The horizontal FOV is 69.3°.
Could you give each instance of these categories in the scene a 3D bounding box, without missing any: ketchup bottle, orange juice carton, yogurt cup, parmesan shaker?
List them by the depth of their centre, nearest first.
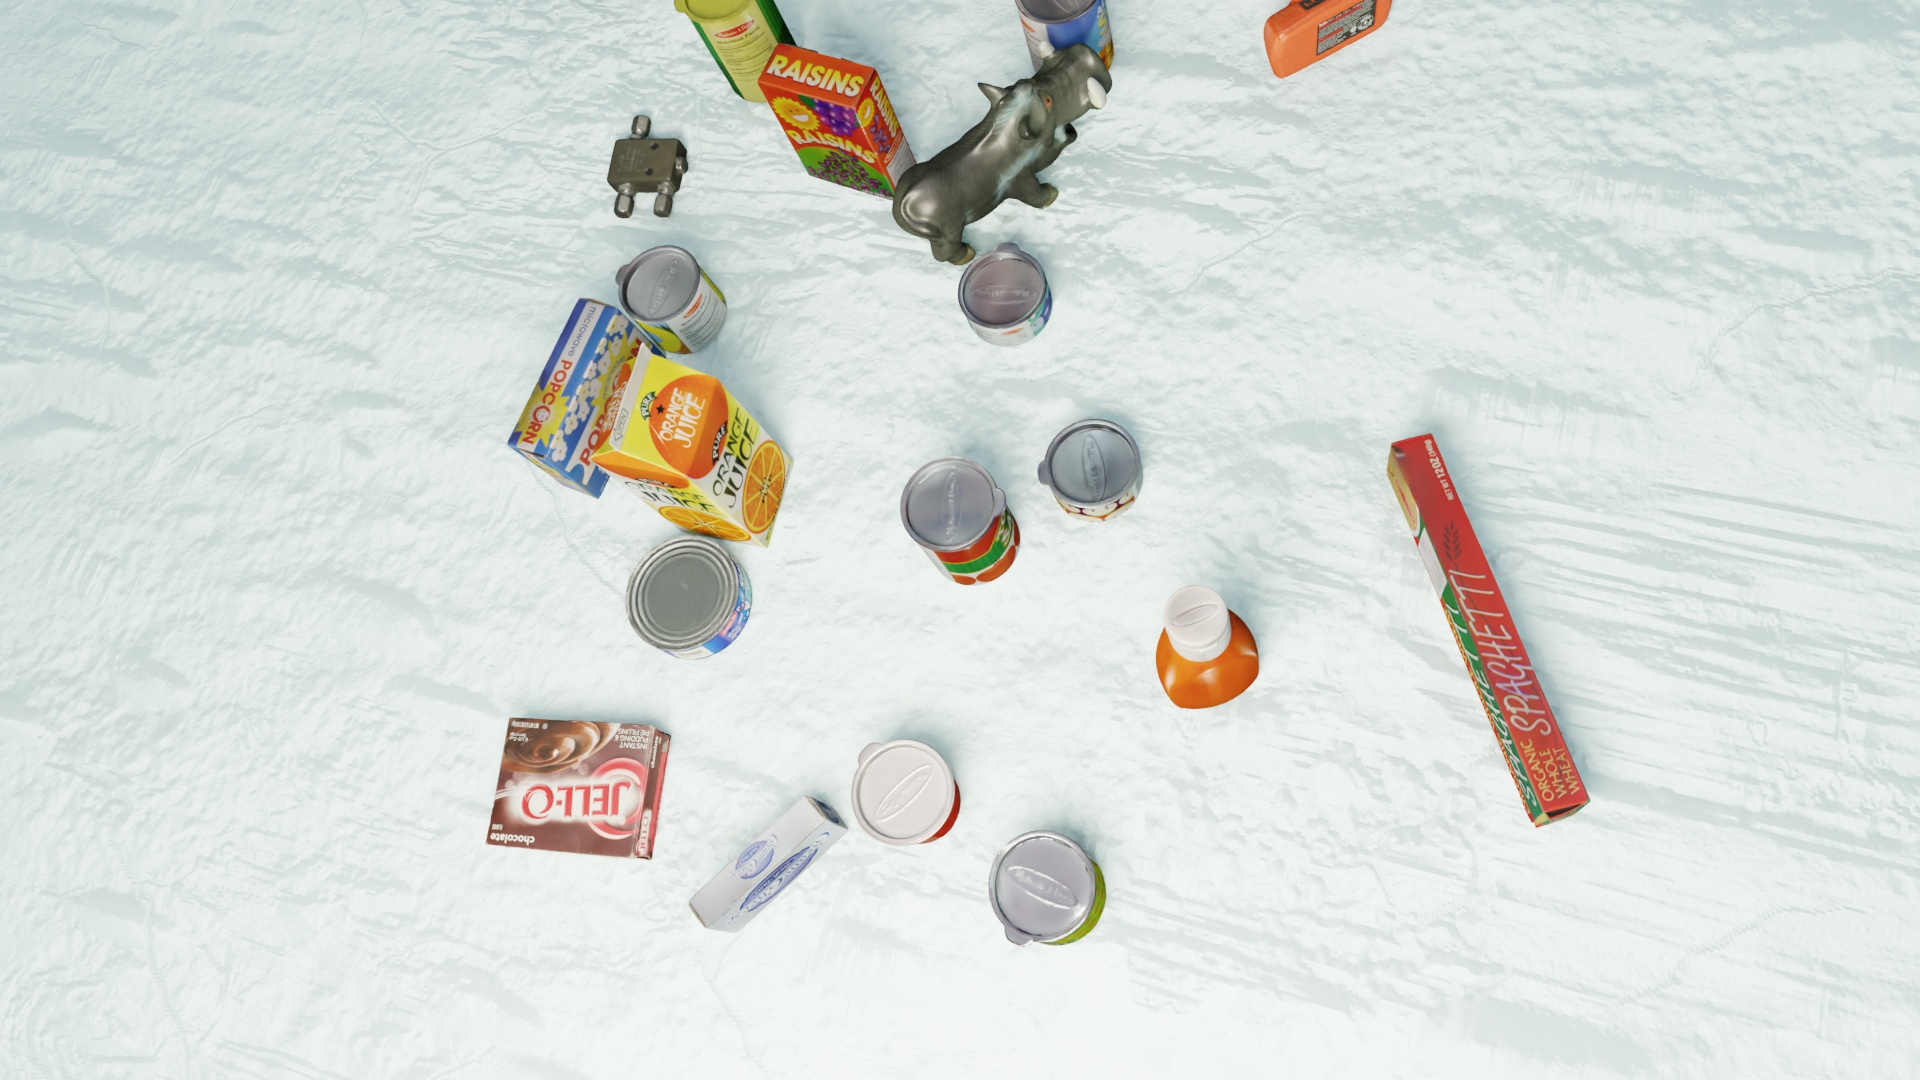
[{"bbox_3d":[0.148,0.065,0.846,0.065,0.148,0.043,-22,68,5],"label":"ketchup bottle"},{"bbox_3d":[-0.032,0.167,0.904,0.072,0.054,0.072,-4,70,12],"label":"yogurt cup"},{"bbox_3d":[-0.186,-0.062,0.945,0.073,0.192,0.072,10,74,16],"label":"orange juice carton"},{"bbox_3d":[-0.176,-0.408,1.113,0.071,0.103,0.071,-4,71,12],"label":"parmesan shaker"}]

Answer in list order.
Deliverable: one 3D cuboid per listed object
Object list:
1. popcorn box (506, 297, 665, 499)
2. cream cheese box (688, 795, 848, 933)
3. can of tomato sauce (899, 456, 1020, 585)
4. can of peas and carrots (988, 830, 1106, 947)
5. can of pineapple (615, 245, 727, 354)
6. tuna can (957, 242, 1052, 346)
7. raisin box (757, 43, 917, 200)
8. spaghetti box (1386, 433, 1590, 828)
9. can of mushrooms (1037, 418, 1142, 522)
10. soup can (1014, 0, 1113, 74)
[{"bbox_3d":[-0.277,-0.106,1.040,0.038,0.085,0.127,17,76,18],"label":"popcorn box"},{"bbox_3d":[-0.124,0.212,0.909,0.104,0.053,0.024,-42,68,-3],"label":"cream cheese box"},{"bbox_3d":[0.003,-0.012,0.943,0.071,0.083,0.071,-4,71,12],"label":"can of tomato sauce"},{"bbox_3d":[0.054,0.219,0.863,0.071,0.058,0.071,-4,70,12],"label":"can of peas and carrots"},{"bbox_3d":[-0.222,-0.185,1.070,0.071,0.057,0.071,-4,70,12],"label":"can of pineapple"},{"bbox_3d":[0.034,-0.180,1.022,0.071,0.032,0.071,-4,70,12],"label":"tuna can"},{"bbox_3d":[-0.090,-0.315,1.049,0.086,0.123,0.040,22,78,19],"label":"raisin box"},{"bbox_3d":[0.323,0.053,0.863,0.028,0.050,0.251,-18,68,7],"label":"spaghetti box"},{"bbox_3d":[0.090,-0.048,0.962,0.071,0.033,0.071,-4,70,12],"label":"can of mushrooms"},{"bbox_3d":[0.083,-0.396,1.059,0.071,0.083,0.071,-4,71,12],"label":"soup can"}]
